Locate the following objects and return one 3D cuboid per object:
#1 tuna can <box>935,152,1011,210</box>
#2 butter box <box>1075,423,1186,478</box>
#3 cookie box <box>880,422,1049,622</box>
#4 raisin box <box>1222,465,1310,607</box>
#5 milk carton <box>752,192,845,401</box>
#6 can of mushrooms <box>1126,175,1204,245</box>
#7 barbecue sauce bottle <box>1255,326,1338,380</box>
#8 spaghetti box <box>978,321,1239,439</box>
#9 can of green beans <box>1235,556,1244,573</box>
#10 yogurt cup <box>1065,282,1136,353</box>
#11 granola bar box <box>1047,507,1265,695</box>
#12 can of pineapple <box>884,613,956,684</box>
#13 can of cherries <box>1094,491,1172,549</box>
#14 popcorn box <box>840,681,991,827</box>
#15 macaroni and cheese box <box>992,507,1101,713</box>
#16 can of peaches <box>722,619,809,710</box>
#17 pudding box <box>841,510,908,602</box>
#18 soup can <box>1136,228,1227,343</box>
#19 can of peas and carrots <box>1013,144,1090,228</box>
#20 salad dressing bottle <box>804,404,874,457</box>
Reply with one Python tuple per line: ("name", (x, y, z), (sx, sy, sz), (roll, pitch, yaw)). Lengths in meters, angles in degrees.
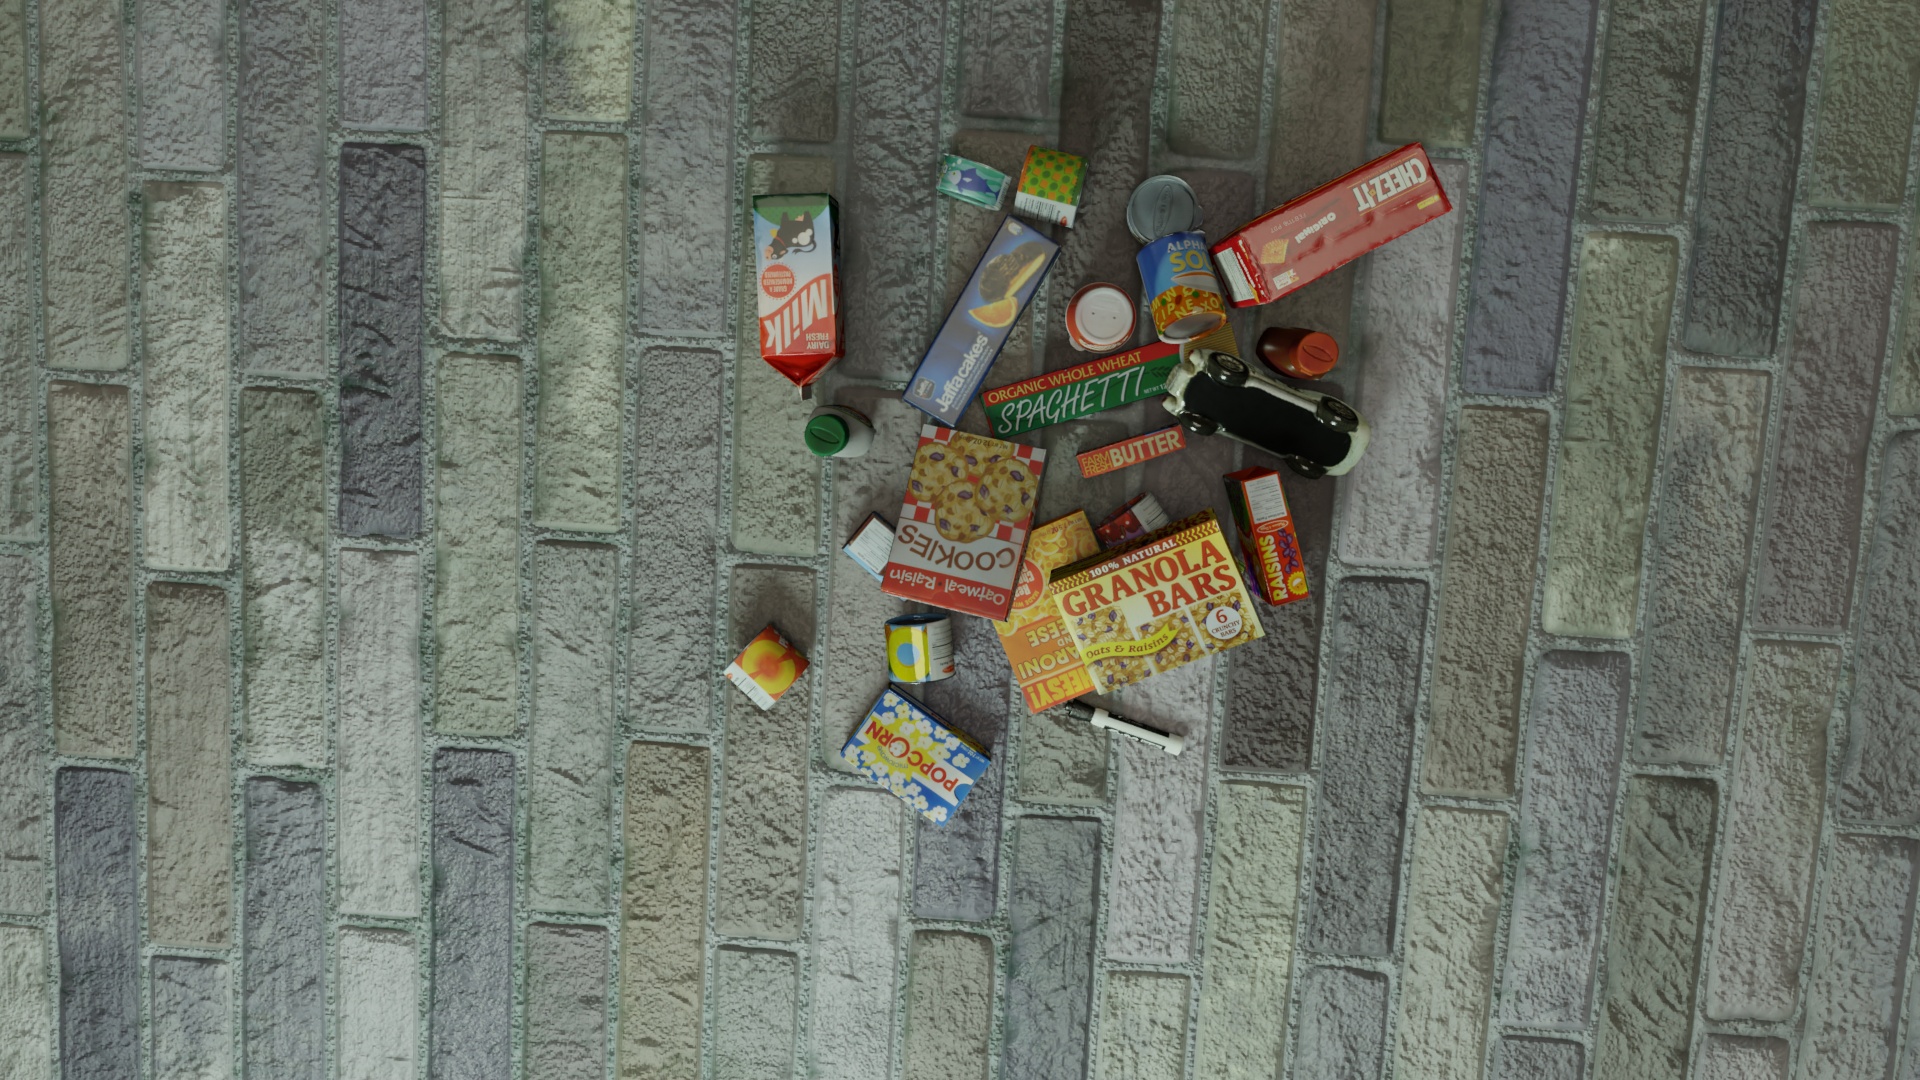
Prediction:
("tuna can", (0.010, -0.335, 1.299), (0.071, 0.071, 0.032), (19, 98, 0))
("butter box", (0.162, -0.086, 1.328), (0.103, 0.053, 0.024), (-17, 94, 5))
("cookie box", (0.005, -0.017, 1.319), (0.123, 0.040, 0.167), (13, 81, 10))
("raisin box", (0.289, -0.006, 1.314), (0.040, 0.086, 0.123), (-15, 96, 0))
("milk carton", (-0.151, -0.228, 1.316), (0.073, 0.072, 0.190), (-2, 97, 3))
("can of mushrooms", (0.193, -0.308, 1.310), (0.071, 0.033, 0.071), (0, 96, 3))
("barbecue sauce bottle", (0.310, -0.170, 1.263), (0.065, 0.149, 0.043), (26, 98, 0))
("spaghetti box", (0.143, -0.152, 1.333), (0.250, 0.029, 0.050), (-16, 95, 4))
("can of green beans", (0.230, 0.030, 1.331), (0.058, 0.071, 0.071), (38, 97, -3))
("yogurt cup", (0.134, -0.212, 1.314), (0.072, 0.054, 0.072), (0, 96, 2))
("granola bar box", (0.181, 0.057, 1.289), (0.165, 0.039, 0.124), (-22, 104, 15))
("can of pineapple", (-0.041, 0.105, 1.354), (0.071, 0.071, 0.057), (-4, 96, 3))
("can of cherries", (0.169, -0.005, 1.331), (0.071, 0.071, 0.058), (-36, 94, 6))
("popcorn box", (-0.044, 0.212, 1.380), (0.127, 0.038, 0.085), (35, 96, -1))
("macaroni and cheese box", (0.094, 0.068, 1.356), (0.124, 0.040, 0.166), (-22, 95, 5))
("can of peaches", (-0.188, 0.122, 1.363), (0.058, 0.071, 0.071), (44, 97, -3))
("pudding box", (-0.069, 0.016, 1.362), (0.083, 0.030, 0.049), (40, 96, -2))
("soup can", (0.207, -0.235, 1.286), (0.071, 0.071, 0.084), (-14, 73, 4))
("can of peas and carrots", (0.086, -0.333, 1.297), (0.059, 0.071, 0.071), (14, 97, 1))
("salad dressing bottle", (-0.116, -0.101, 1.291), (0.064, 0.148, 0.044), (24, 98, -1))
